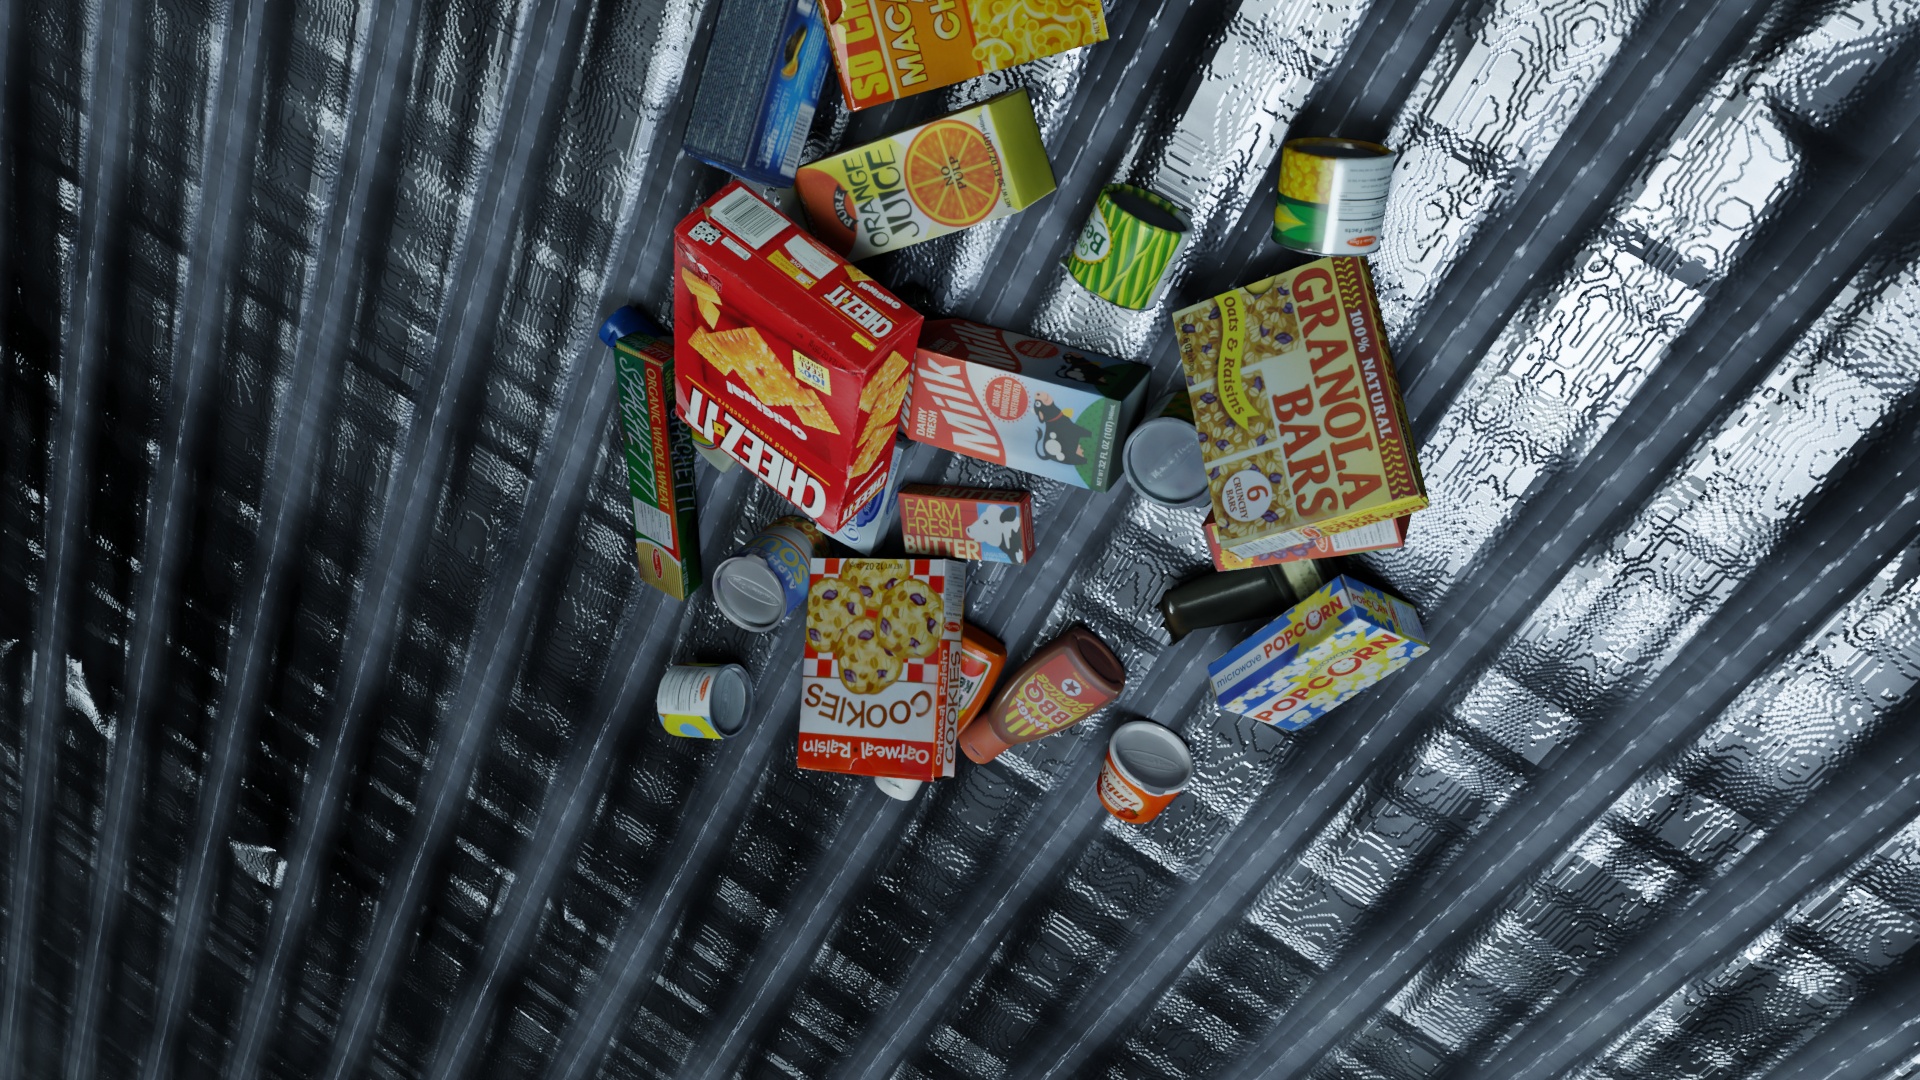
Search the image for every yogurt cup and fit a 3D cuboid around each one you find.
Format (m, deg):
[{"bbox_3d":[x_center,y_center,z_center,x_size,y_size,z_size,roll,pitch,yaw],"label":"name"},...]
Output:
[{"bbox_3d":[0.140,0.182,1.077,0.072,0.073,0.053,29,131,9],"label":"yogurt cup"}]

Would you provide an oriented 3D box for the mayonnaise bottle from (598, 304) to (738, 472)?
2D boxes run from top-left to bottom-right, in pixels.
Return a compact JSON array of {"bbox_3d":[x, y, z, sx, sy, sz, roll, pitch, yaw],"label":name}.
[{"bbox_3d":[-0.222,-0.124,1.104,0.148,0.041,0.064,43,131,-1],"label":"mayonnaise bottle"}]

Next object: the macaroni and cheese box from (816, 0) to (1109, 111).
[{"bbox_3d":[-0.005,-0.345,0.847,0.166,0.040,0.123,-17,109,-3],"label":"macaroni and cheese box"}]

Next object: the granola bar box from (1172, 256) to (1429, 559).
[{"bbox_3d":[0.210,-0.085,0.869,0.124,0.039,0.166,-17,71,26],"label":"granola bar box"}]

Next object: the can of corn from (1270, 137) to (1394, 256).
[{"bbox_3d":[0.224,-0.210,0.842,0.071,0.071,0.058,12,118,19],"label":"can of corn"}]

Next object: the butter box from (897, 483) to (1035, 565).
[{"bbox_3d":[0.004,-0.013,1.065,0.103,0.024,0.053,6,117,23],"label":"butter box"}]

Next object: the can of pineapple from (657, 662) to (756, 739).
[{"bbox_3d":[-0.223,0.142,1.223,0.058,0.071,0.070,-1,114,26],"label":"can of pineapple"}]

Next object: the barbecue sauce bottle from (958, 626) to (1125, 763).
[{"bbox_3d":[0.059,0.129,1.099,0.065,0.044,0.148,46,125,-7],"label":"barbecue sauce bottle"}]

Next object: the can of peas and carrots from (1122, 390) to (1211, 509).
[{"bbox_3d":[0.153,-0.062,0.951,0.071,0.059,0.070,11,119,20],"label":"can of peas and carrots"}]

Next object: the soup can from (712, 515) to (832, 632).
[{"bbox_3d":[-0.149,0.023,1.118,0.071,0.084,0.071,10,118,20],"label":"soup can"}]

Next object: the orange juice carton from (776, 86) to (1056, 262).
[{"bbox_3d":[-0.040,-0.240,0.943,0.192,0.073,0.071,-10,110,29],"label":"orange juice carton"}]

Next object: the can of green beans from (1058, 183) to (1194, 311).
[{"bbox_3d":[0.110,-0.191,0.902,0.071,0.071,0.057,31,123,8],"label":"can of green beans"}]

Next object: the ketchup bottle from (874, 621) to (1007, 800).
[{"bbox_3d":[-0.021,0.138,1.114,0.065,0.043,0.148,29,104,9],"label":"ketchup bottle"}]

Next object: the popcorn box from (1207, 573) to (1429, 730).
[{"bbox_3d":[0.247,0.081,0.965,0.085,0.038,0.126,21,133,-35],"label":"popcorn box"}]

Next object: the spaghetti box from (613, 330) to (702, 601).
[{"bbox_3d":[-0.242,-0.055,1.121,0.050,0.029,0.248,25,135,21],"label":"spaghetti box"}]

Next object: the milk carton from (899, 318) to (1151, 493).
[{"bbox_3d":[0.029,-0.102,0.980,0.191,0.074,0.072,16,121,17],"label":"milk carton"}]

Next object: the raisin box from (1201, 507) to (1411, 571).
[{"bbox_3d":[0.231,-0.021,0.918,0.123,0.086,0.040,-9,112,28],"label":"raisin box"}]

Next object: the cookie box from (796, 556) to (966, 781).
[{"bbox_3d":[-0.062,0.098,1.080,0.123,0.040,0.167,0,83,27],"label":"cookie box"}]

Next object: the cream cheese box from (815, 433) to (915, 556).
[{"bbox_3d":[-0.076,-0.043,1.088,0.053,0.024,0.103,27,122,12],"label":"cream cheese box"}]
